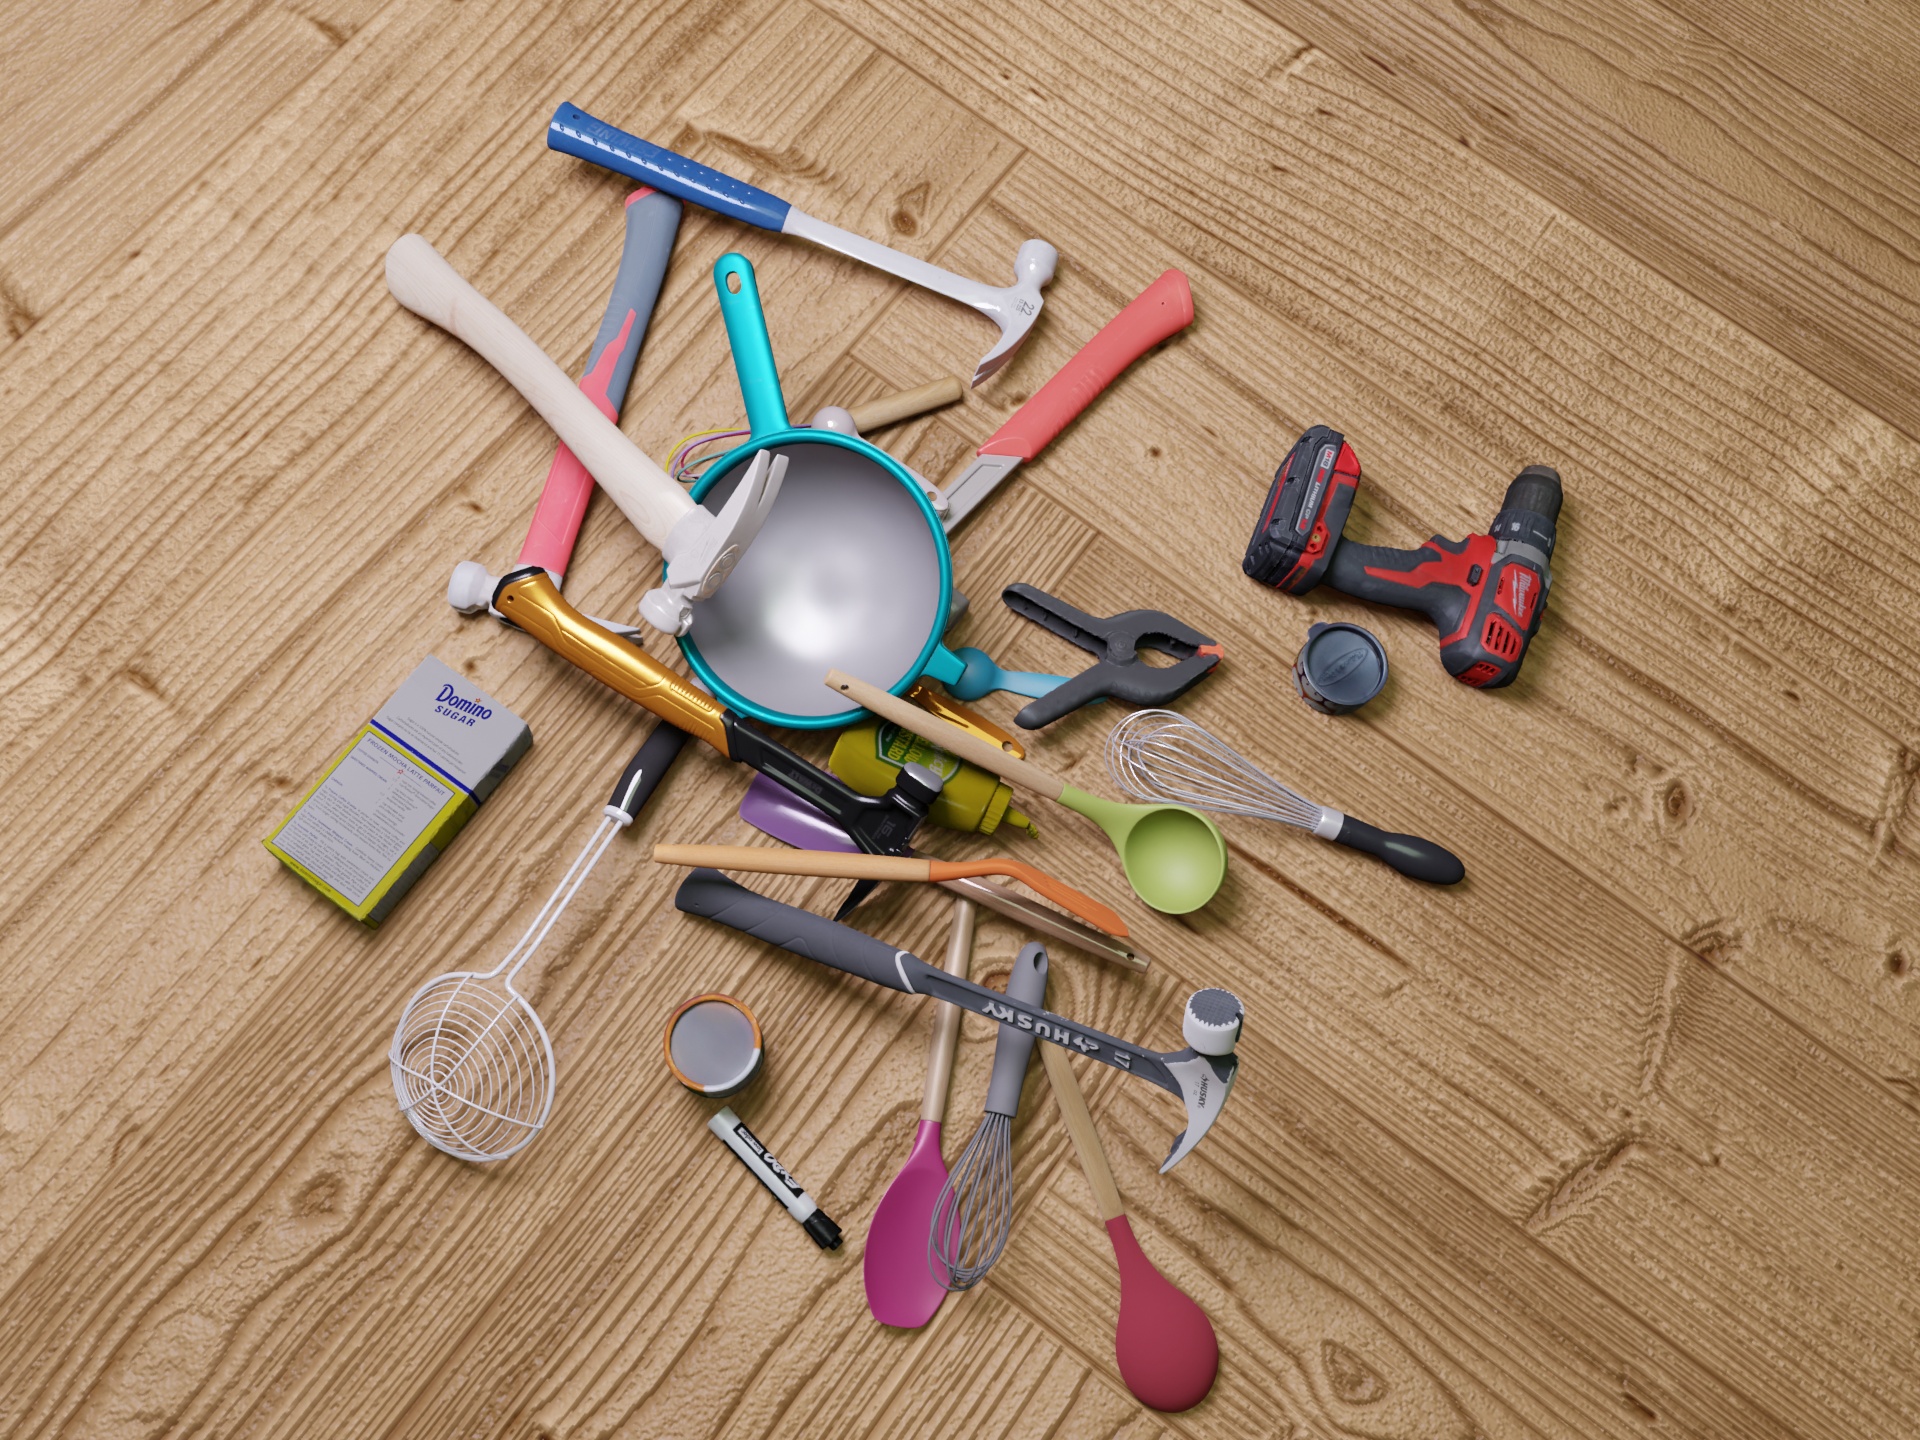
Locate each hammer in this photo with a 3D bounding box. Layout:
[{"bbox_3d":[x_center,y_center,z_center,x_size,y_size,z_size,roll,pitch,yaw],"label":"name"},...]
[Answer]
[{"bbox_3d":[-0.264,-0.245,1.227,0.143,0.038,0.386,15,72,-2],"label":"hammer"},{"bbox_3d":[-0.183,0.004,1.111,0.337,0.034,0.127,33,104,-1],"label":"hammer"},{"bbox_3d":[-0.290,-0.243,1.155,0.411,0.038,0.146,44,108,23],"label":"hammer"},{"bbox_3d":[0.051,-0.238,1.253,0.149,0.036,0.359,42,75,8],"label":"hammer"},{"bbox_3d":[-0.015,0.177,1.053,0.409,0.149,0.036,17,39,21],"label":"hammer"},{"bbox_3d":[-0.128,-0.388,1.254,0.405,0.035,0.144,21,64,-4],"label":"hammer"}]

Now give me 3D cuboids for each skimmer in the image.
[{"bbox_3d":[-0.267,0.130,1.117,0.127,0.090,0.363,21,61,17],"label":"skimmer"}]

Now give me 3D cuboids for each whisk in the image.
[{"bbox_3d":[-0.112,-0.226,1.233,0.245,0.051,0.047,-21,70,-14],"label":"whisk"},{"bbox_3d":[0.240,0.065,1.170,0.284,0.070,0.070,22,73,-3],"label":"whisk"},{"bbox_3d":[0.024,0.266,1.083,0.055,0.055,0.239,15,71,0],"label":"whisk"}]

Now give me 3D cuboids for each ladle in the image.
[{"bbox_3d":[0.098,0.316,1.095,0.069,0.031,0.316,-19,74,-9],"label":"ladle"},{"bbox_3d":[0.048,0.044,1.113,0.320,0.062,0.078,27,109,-15],"label":"ladle"}]

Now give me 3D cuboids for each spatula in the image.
[{"bbox_3d":[-0.046,0.110,1.077,0.322,0.081,0.041,4,96,-2],"label":"spatula"},{"bbox_3d":[-0.011,0.108,1.136,0.316,0.018,0.060,24,74,11],"label":"spatula"}]

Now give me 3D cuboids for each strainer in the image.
[{"bbox_3d":[-0.116,-0.164,1.153,0.211,0.095,0.340,-13,91,12],"label":"strainer"}]

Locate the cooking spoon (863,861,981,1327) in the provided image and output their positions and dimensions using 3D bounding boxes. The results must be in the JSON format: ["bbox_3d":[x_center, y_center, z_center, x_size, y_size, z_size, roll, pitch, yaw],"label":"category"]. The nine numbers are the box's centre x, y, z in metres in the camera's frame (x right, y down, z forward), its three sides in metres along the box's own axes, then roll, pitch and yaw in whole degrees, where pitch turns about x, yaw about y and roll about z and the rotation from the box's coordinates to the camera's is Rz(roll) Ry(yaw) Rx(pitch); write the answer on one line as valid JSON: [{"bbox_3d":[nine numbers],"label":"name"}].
[{"bbox_3d":[-0.016,0.253,1.106,0.068,0.017,0.319,17,71,-21],"label":"cooking spoon"}]

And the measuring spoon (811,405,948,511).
[{"bbox_3d":[-0.059,-0.199,1.203,0.124,0.018,0.034,36,69,3],"label":"measuring spoon"}]

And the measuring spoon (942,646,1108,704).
[{"bbox_3d":[0.049,-0.031,1.196,0.128,0.021,0.042,9,73,-2],"label":"measuring spoon"}]

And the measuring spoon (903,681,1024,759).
[{"bbox_3d":[-0.002,-0.004,1.189,0.117,0.011,0.021,32,73,5],"label":"measuring spoon"}]

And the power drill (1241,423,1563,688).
[{"bbox_3d":[0.353,-0.146,1.232,0.226,0.080,0.188,23,73,-1],"label":"power drill"}]
